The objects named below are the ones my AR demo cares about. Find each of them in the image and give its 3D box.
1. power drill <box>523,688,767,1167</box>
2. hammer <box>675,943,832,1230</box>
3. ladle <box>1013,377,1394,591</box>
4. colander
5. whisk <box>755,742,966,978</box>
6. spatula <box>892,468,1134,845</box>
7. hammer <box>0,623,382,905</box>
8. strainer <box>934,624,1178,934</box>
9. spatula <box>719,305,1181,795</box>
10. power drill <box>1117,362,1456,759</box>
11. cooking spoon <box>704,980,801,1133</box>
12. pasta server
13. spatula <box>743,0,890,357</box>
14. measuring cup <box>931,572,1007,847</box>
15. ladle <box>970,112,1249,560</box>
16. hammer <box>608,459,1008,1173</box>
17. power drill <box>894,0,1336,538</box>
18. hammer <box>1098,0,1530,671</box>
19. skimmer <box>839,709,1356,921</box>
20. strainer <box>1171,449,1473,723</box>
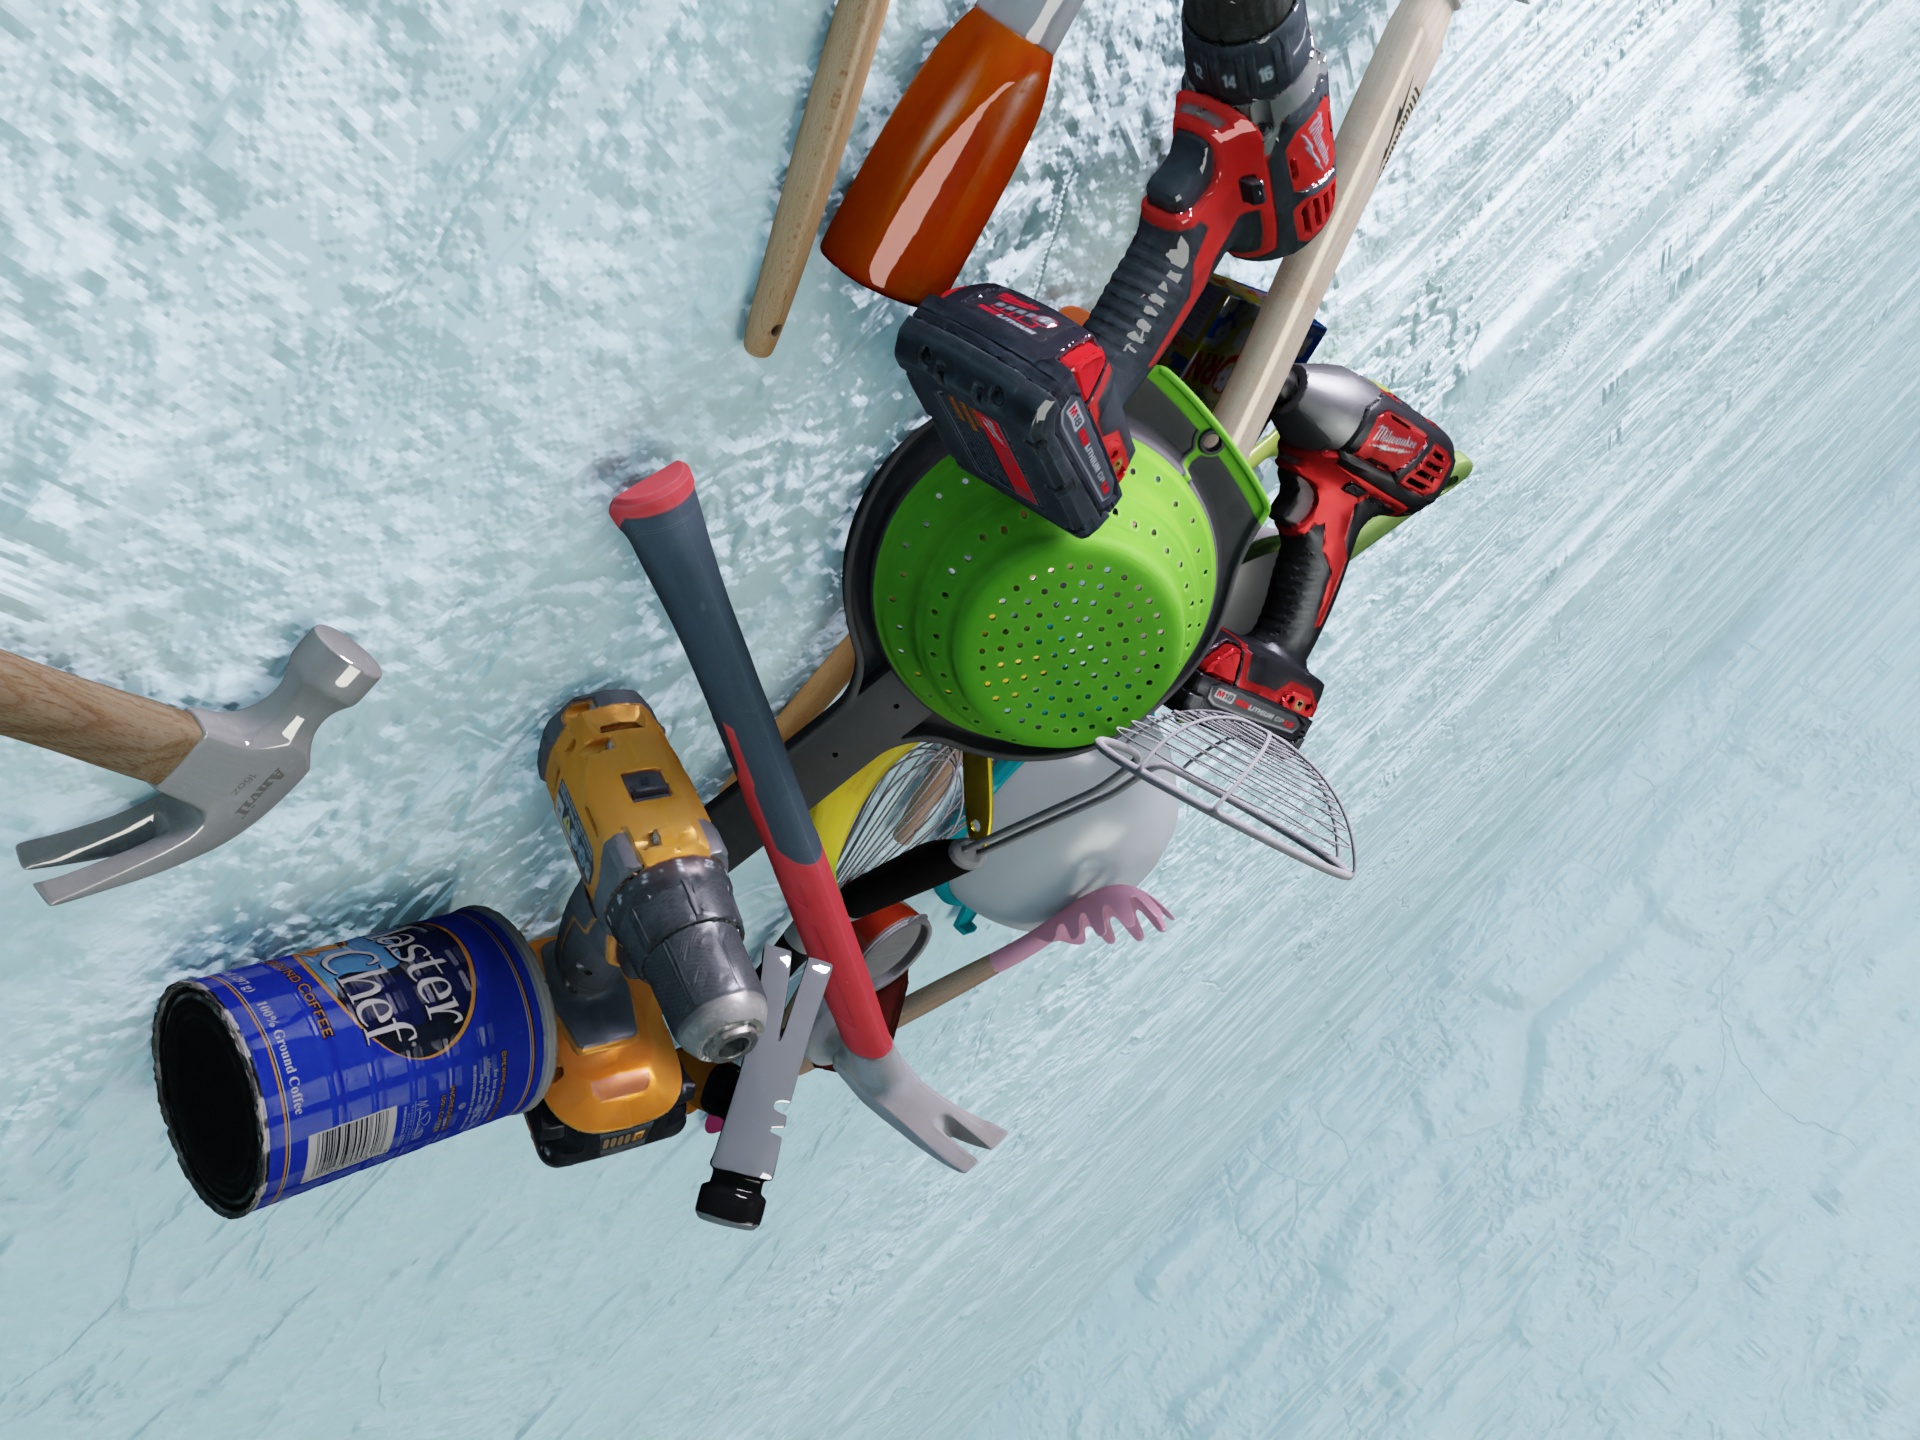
[{"bbox_3d":[-0.157,0.124,0.754,0.084,0.186,0.226,-9,140,-32],"label":"power drill"},{"bbox_3d":[-0.133,0.195,0.883,0.337,0.034,0.127,148,-42,-72],"label":"hammer"},{"bbox_3d":[0.157,-0.134,0.966,0.320,0.062,0.078,-31,154,-31],"label":"ladle"},{"bbox_3d":[-0.016,-0.005,0.795,0.397,0.095,0.204,-38,116,13],"label":"colander"},{"bbox_3d":[-0.079,0.111,0.993,0.284,0.070,0.070,-51,153,19],"label":"whisk"},{"bbox_3d":[0.035,-0.048,0.972,0.059,0.018,0.315,-6,132,-56],"label":"spatula"},{"bbox_3d":[-0.330,-0.020,0.475,0.130,0.031,0.331,-48,153,3],"label":"hammer"},{"bbox_3d":[0.084,0.052,1.075,0.211,0.095,0.340,-38,156,-15],"label":"strainer"},{"bbox_3d":[-0.022,-0.072,0.828,0.081,0.041,0.322,37,103,-21],"label":"spatula"},{"bbox_3d":[0.189,-0.099,0.936,0.143,0.079,0.219,21,101,-36],"label":"power drill"},{"bbox_3d":[-0.117,0.211,1.050,0.069,0.017,0.318,-29,161,-34],"label":"cooking spoon"},{"bbox_3d":[0.005,0.188,1.111,0.316,0.040,0.060,-31,156,23],"label":"pasta server"},{"bbox_3d":[-0.024,-0.263,0.562,0.082,0.044,0.317,-21,145,-45],"label":"spatula"},{"bbox_3d":[-0.001,-0.003,0.874,0.029,0.062,0.156,-10,100,-43],"label":"measuring cup"},{"bbox_3d":[0.072,-0.181,0.833,0.069,0.031,0.315,-4,133,-50],"label":"ladle"},{"bbox_3d":[-0.073,0.058,0.747,0.038,0.143,0.385,-37,131,-26],"label":"hammer"},{"bbox_3d":[0.075,-0.210,0.665,0.227,0.080,0.187,-52,154,-7],"label":"power drill"},{"bbox_3d":[0.175,-0.213,0.831,0.146,0.038,0.410,-7,125,-59],"label":"hammer"},{"bbox_3d":[0.038,0.078,0.809,0.127,0.090,0.363,24,147,-31],"label":"skimmer"},{"bbox_3d":[0.214,-0.113,1.051,0.256,0.069,0.151,-35,147,3],"label":"strainer"}]
